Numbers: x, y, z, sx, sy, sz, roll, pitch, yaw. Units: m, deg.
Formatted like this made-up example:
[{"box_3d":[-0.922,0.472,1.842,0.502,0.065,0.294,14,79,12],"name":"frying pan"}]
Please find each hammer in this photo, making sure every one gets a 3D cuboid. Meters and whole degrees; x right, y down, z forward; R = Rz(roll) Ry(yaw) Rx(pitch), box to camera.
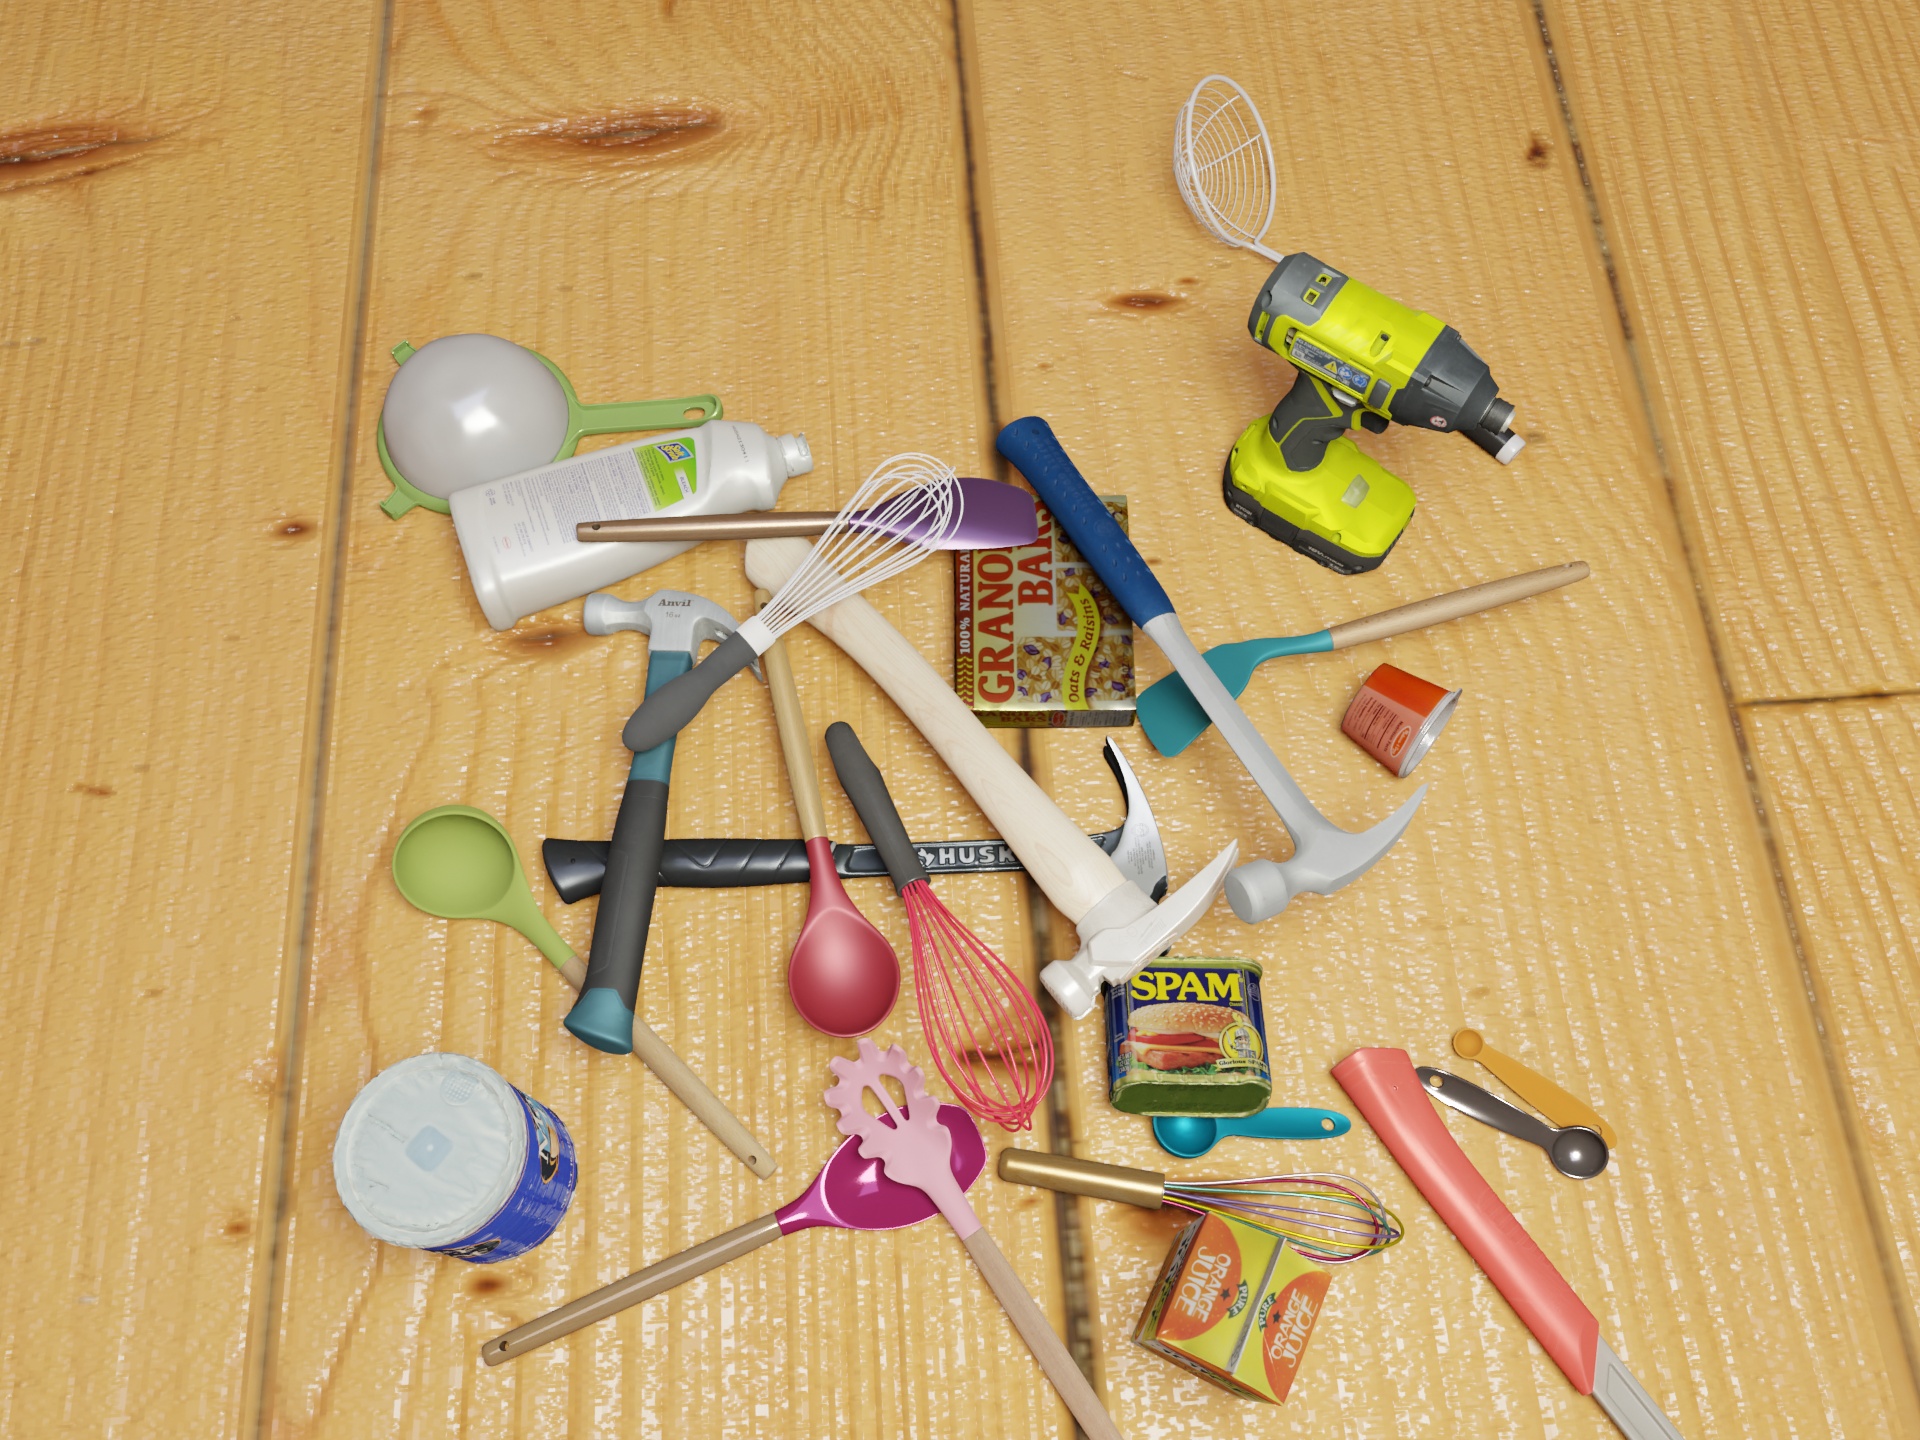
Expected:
[{"box_3d":[0.340,0.351,0.941,0.149,0.036,0.359,-33,72,-13],"name":"hammer"},{"box_3d":[-0.070,0.087,1.046,0.409,0.036,0.149,-1,66,-1],"name":"hammer"},{"box_3d":[-0.206,0.055,1.028,0.128,0.033,0.331,1,58,4],"name":"hammer"},{"box_3d":[0.139,-0.057,1.030,0.144,0.035,0.406,-19,57,-19],"name":"hammer"},{"box_3d":[-0.002,-0.003,1.042,0.146,0.038,0.411,-39,66,-7],"name":"hammer"}]

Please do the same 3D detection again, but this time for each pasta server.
[{"box_3d":[0.022,0.327,0.937,0.060,0.040,0.316,-34,77,-5],"name":"pasta server"}]

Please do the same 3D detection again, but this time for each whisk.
[{"box_3d":[0.145,0.289,0.966,0.245,0.051,0.047,8,47,7],"name":"whisk"},{"box_3d":[-0.109,-0.076,1.041,0.284,0.070,0.070,-42,74,-10],"name":"whisk"},{"box_3d":[-0.021,0.119,0.983,0.073,0.073,0.296,-23,62,-10],"name":"whisk"}]

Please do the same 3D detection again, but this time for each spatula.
[{"box_3d":[0.273,-0.053,1.072,0.317,0.044,0.082,-16,31,-3],"name":"spatula"},{"box_3d":[-0.103,-0.138,1.097,0.316,0.018,0.060,-4,65,-7],"name":"spatula"}]

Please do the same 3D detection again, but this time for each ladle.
[{"box_3d":[-0.099,0.053,1.025,0.069,0.031,0.316,-11,68,-9],"name":"ladle"},{"box_3d":[-0.235,0.173,0.998,0.320,0.062,0.078,43,100,12],"name":"ladle"}]

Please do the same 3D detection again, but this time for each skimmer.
[{"box_3d":[0.297,-0.340,1.196,0.363,0.090,0.127,45,43,14],"name":"skimmer"}]

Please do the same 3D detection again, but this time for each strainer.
[{"box_3d":[-0.304,-0.231,1.156,0.256,0.069,0.152,-4,68,-1],"name":"strainer"}]

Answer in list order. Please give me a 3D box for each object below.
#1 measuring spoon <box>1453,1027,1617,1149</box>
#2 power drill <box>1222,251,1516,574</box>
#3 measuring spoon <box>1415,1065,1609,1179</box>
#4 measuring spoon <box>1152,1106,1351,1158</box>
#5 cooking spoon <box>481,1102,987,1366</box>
[{"box_3d":[0.362,0.233,1.005,0.117,0.011,0.021,35,80,9],"name":"measuring spoon"},{"box_3d":[0.263,-0.194,1.063,0.171,0.223,0.080,33,71,12],"name":"power drill"},{"box_3d":[0.344,0.246,0.995,0.124,0.018,0.034,25,108,15],"name":"measuring spoon"},{"box_3d":[0.180,0.255,0.992,0.128,0.021,0.042,2,53,-9],"name":"measuring spoon"},{"box_3d":[-0.134,0.314,0.960,0.319,0.017,0.069,-22,72,-10],"name":"cooking spoon"}]
